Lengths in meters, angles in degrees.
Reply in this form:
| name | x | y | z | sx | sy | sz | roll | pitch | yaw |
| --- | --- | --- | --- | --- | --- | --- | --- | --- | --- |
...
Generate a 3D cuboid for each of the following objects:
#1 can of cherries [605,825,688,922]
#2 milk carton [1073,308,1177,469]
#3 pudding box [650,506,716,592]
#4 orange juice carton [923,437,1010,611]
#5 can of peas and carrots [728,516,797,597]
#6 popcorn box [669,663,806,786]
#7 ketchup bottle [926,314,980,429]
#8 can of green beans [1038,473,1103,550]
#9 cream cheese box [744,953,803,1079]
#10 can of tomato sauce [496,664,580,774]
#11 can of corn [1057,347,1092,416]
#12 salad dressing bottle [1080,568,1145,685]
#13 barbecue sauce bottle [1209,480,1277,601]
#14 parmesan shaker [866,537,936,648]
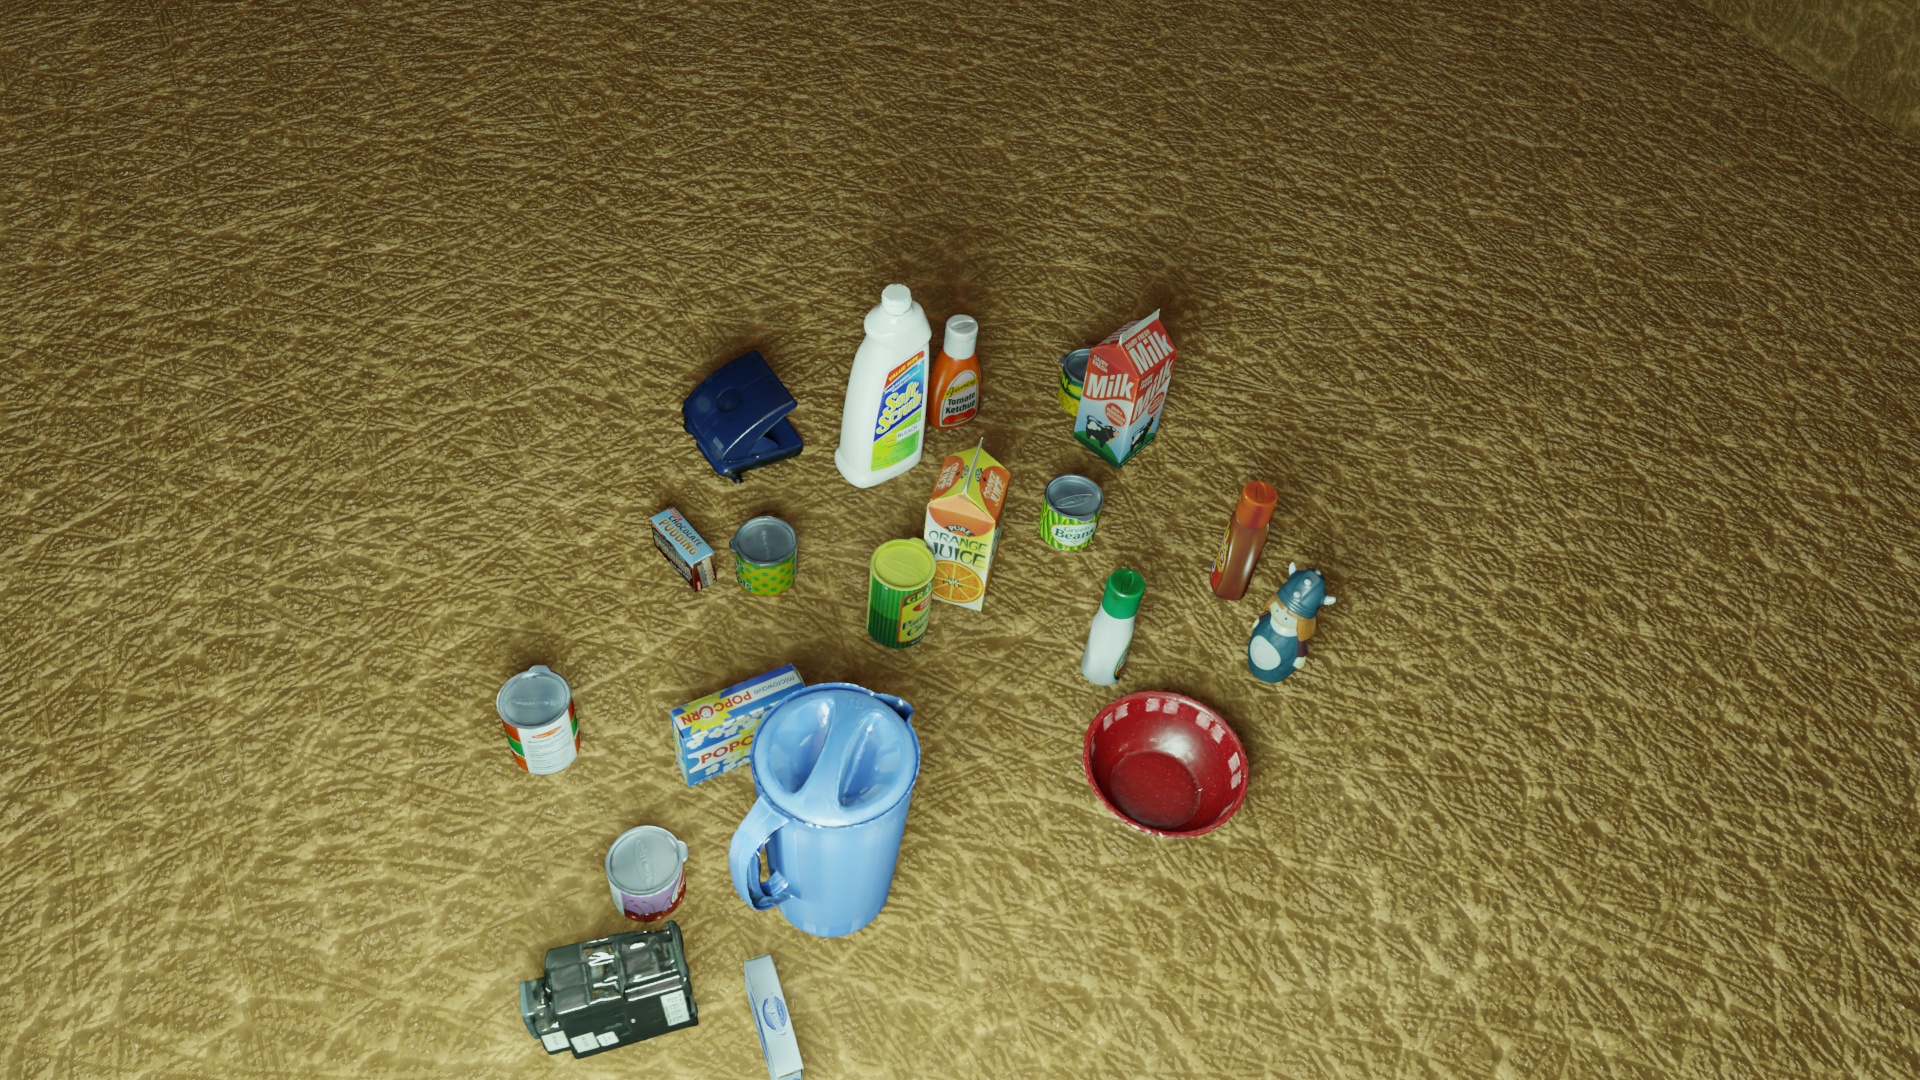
| name | x | y | z | sx | sy | sz | roll | pitch | yaw |
| --- | --- | --- | --- | --- | --- | --- | --- | --- | --- |
| can of cherries | -0.275 | 0.296 | 1.230 | 0.071 | 0.058 | 0.072 | 3 | 50 | -4 |
| milk carton | 0.191 | -0.181 | 1.604 | 0.073 | 0.189 | 0.073 | 38 | 56 | 23 |
| pudding box | -0.294 | 0.009 | 1.478 | 0.030 | 0.049 | 0.084 | -30 | 59 | -28 |
| orange juice carton | 0.005 | -0.018 | 1.442 | 0.073 | 0.191 | 0.072 | 15 | 50 | 6 |
| can of peas and carrots | -0.209 | 0.018 | 1.474 | 0.071 | 0.058 | 0.071 | 3 | 50 | -4 |
| popcorn box | -0.209 | 0.176 | 1.322 | 0.127 | 0.084 | 0.038 | -20 | 55 | -22 |
| ketchup bottle | -0.005 | -0.197 | 1.622 | 0.065 | 0.148 | 0.044 | -19 | 55 | -21 |
| can of green beans | 0.123 | -0.031 | 1.555 | 0.071 | 0.057 | 0.071 | 3 | 50 | -4 |
| cream cheese box | -0.155 | 0.404 | 1.155 | 0.024 | 0.053 | 0.104 | -13 | 52 | -17 |
| can of tomato sauce | -0.396 | 0.170 | 1.307 | 0.071 | 0.082 | 0.071 | 3 | 50 | -4 |
| can of corn | 0.152 | -0.193 | 1.696 | 0.071 | 0.058 | 0.071 | 3 | 50 | -4 |
| salad dressing bottle | 0.154 | 0.088 | 1.399 | 0.044 | 0.146 | 0.064 | 19 | 50 | 9 |
| barbecue sauce bottle | 0.305 | -0.002 | 1.493 | 0.044 | 0.147 | 0.065 | 11 | 50 | 2 |
| parmesan shaker | -0.060 | 0.055 | 1.431 | 0.071 | 0.102 | 0.072 | 3 | 50 | -4 |
